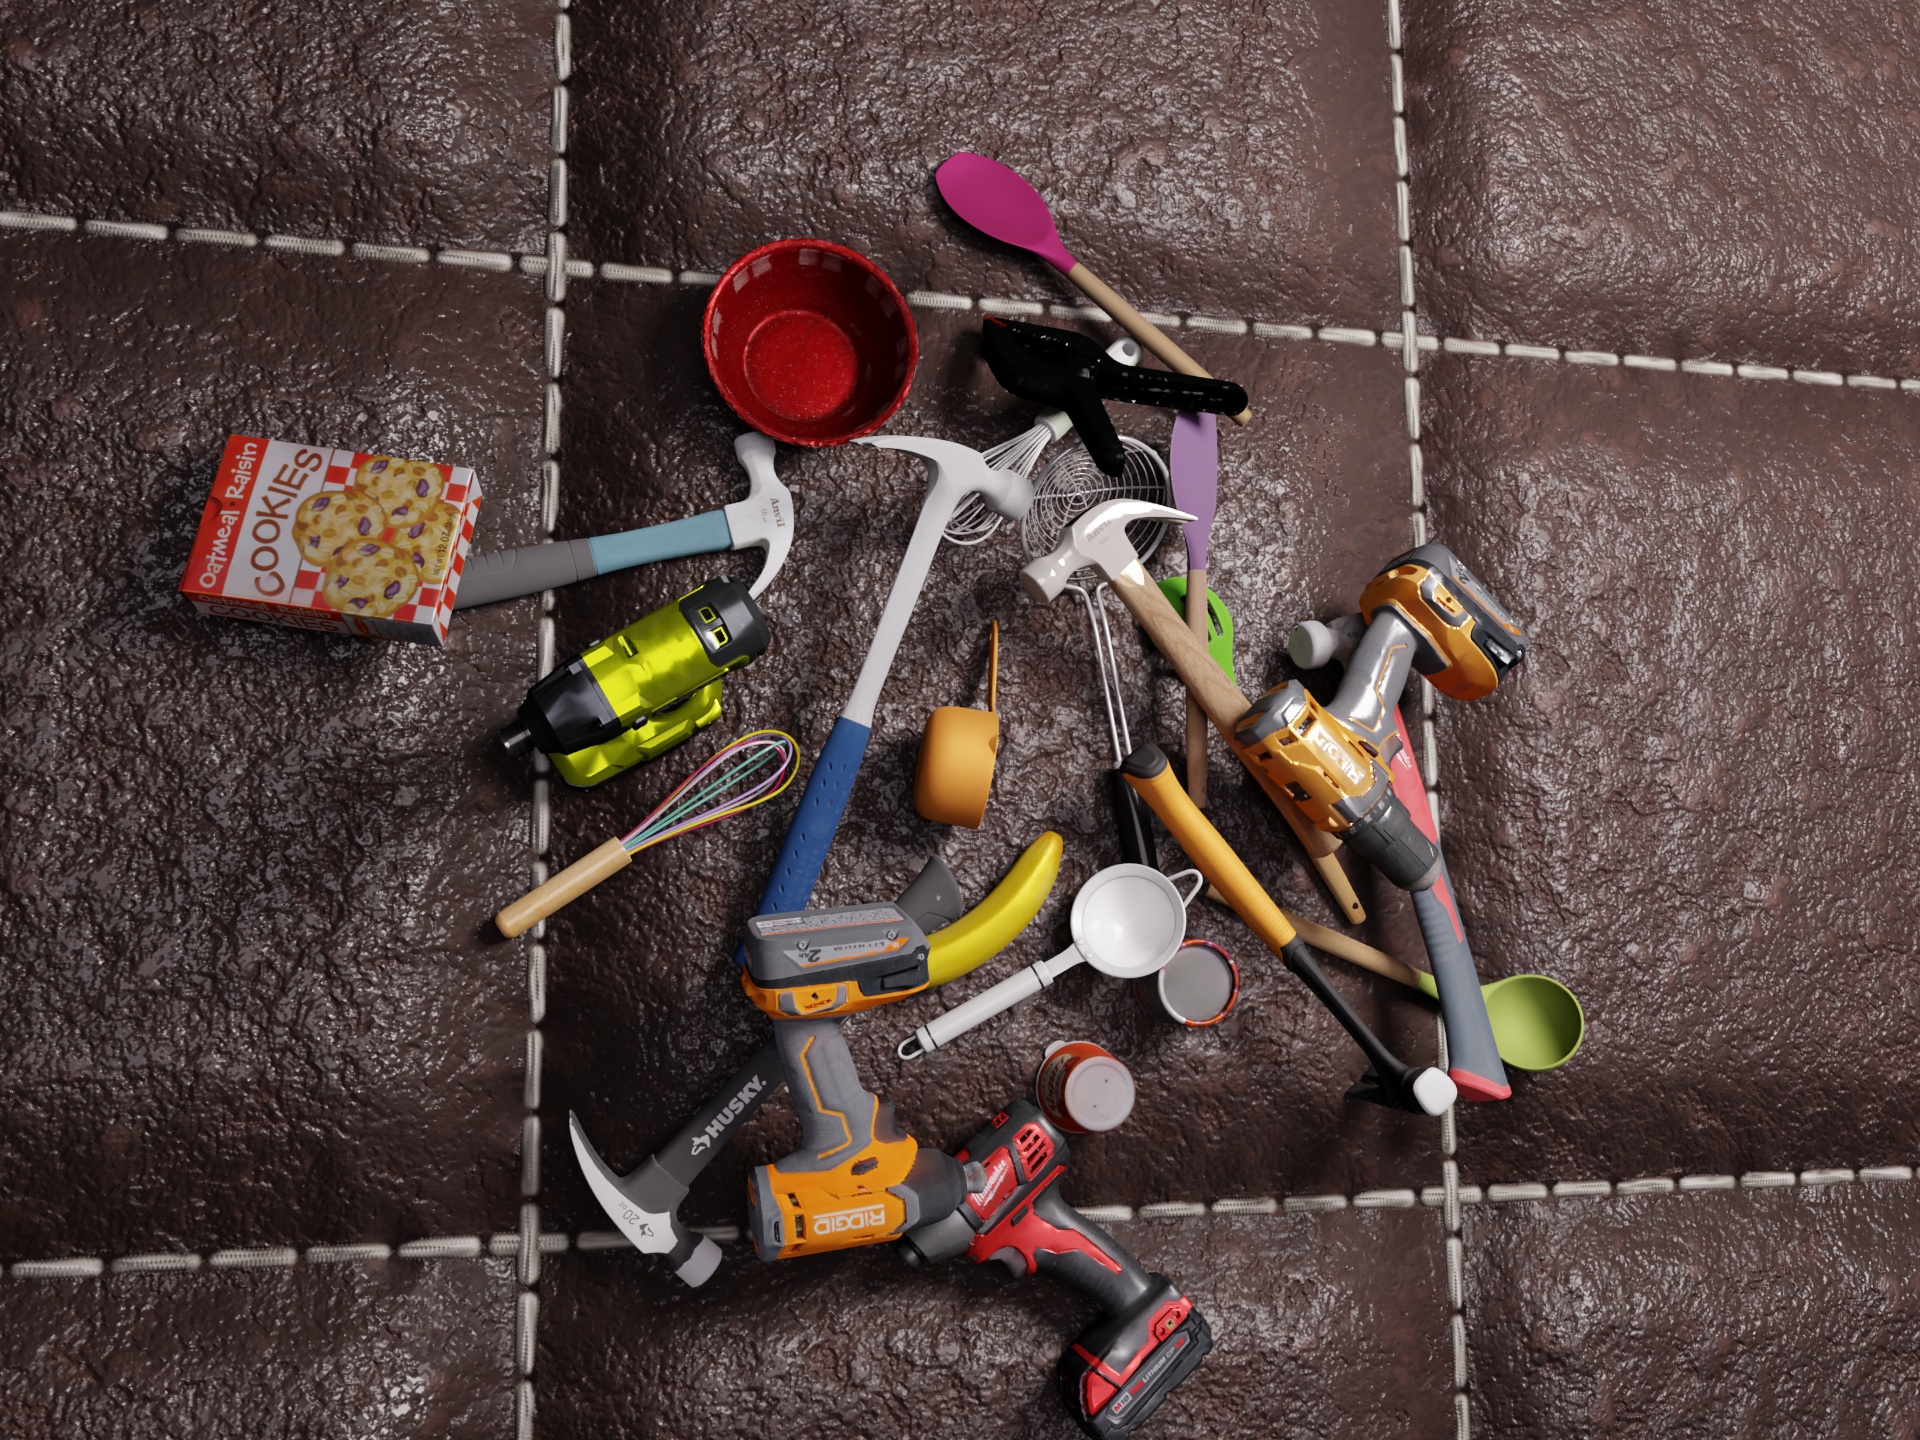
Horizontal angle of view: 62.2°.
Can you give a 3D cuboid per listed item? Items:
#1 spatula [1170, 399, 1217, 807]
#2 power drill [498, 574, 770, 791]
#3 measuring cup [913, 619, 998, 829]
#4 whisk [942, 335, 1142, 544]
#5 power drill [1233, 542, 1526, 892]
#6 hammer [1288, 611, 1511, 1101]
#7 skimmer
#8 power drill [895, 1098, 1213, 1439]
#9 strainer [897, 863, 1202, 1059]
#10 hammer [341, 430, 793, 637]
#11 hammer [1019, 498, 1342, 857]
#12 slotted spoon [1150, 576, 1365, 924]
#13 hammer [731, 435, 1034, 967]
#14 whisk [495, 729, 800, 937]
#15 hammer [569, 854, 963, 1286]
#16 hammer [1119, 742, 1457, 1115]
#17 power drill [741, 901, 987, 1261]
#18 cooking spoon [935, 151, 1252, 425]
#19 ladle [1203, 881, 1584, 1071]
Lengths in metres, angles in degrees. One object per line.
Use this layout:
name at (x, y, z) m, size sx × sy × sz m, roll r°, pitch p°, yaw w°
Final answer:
spatula at (0.181, -0.091, 1.229) m, size 0.059 × 0.018 × 0.316 m, roll 3°, pitch 86°, yaw -44°
power drill at (-0.221, -0.016, 1.051) m, size 0.171 × 0.223 × 0.080 m, roll -31°, pitch 90°, yaw -16°
measuring cup at (-0.002, -0.004, 1.187) m, size 0.052 × 0.095 × 0.174 m, roll 8°, pitch 62°, yaw -6°
whisk at (0.062, -0.223, 1.242) m, size 0.058 × 0.059 × 0.246 m, roll 46°, pitch 70°, yaw -4°
power drill at (0.332, 0.000, 1.194) m, size 0.185 × 0.084 × 0.226 m, roll 46°, pitch 67°, yaw -5°
hammer at (0.370, 0.099, 1.240) m, size 0.143 × 0.038 × 0.386 m, roll -8°, pitch 76°, yaw -22°
skimmer at (0.125, -0.029, 1.206) m, size 0.127 × 0.090 × 0.363 m, roll -8°, pitch 84°, yaw -19°
power drill at (0.063, 0.399, 1.142) m, size 0.143 × 0.078 × 0.219 m, roll -40°, pitch 90°, yaw -16°
strainer at (0.067, 0.184, 1.181) m, size 0.258 × 0.050 × 0.087 m, roll -28°, pitch 64°, yaw -5°
hammer at (-0.281, -0.117, 1.150) m, size 0.331 × 0.033 × 0.128 m, roll -14°, pitch 85°, yaw -15°
hammer at (0.190, -0.028, 1.199) m, size 0.130 × 0.031 × 0.331 m, roll -43°, pitch 106°, yaw -13°
slotted spoon at (0.240, 0.024, 1.261) m, size 0.070 × 0.031 × 0.314 m, roll -30°, pitch 92°, yaw -17°
hammer at (-0.077, -0.011, 1.140) m, size 0.144 × 0.035 × 0.405 m, roll 22°, pitch 89°, yaw -33°
whisk at (-0.219, 0.082, 1.133) m, size 0.245 × 0.051 × 0.047 m, roll -34°, pitch 97°, yaw -13°
hammer at (-0.123, 0.223, 1.113) m, size 0.146 × 0.035 × 0.335 m, roll 45°, pitch 82°, yaw -11°
hammer at (0.232, 0.155, 1.190) m, size 0.034 × 0.127 × 0.337 m, roll -40°, pitch 92°, yaw -14°
power drill at (-0.065, 0.243, 1.072) m, size 0.164 × 0.084 × 0.226 m, roll -4°, pitch 98°, yaw -15°
cooking spoon at (0.108, -0.342, 1.266) m, size 0.319 × 0.017 × 0.069 m, roll 41°, pitch 65°, yaw 3°
ladle at (0.340, 0.191, 1.248) m, size 0.320 × 0.062 × 0.078 m, roll 24°, pitch 70°, yaw -7°
